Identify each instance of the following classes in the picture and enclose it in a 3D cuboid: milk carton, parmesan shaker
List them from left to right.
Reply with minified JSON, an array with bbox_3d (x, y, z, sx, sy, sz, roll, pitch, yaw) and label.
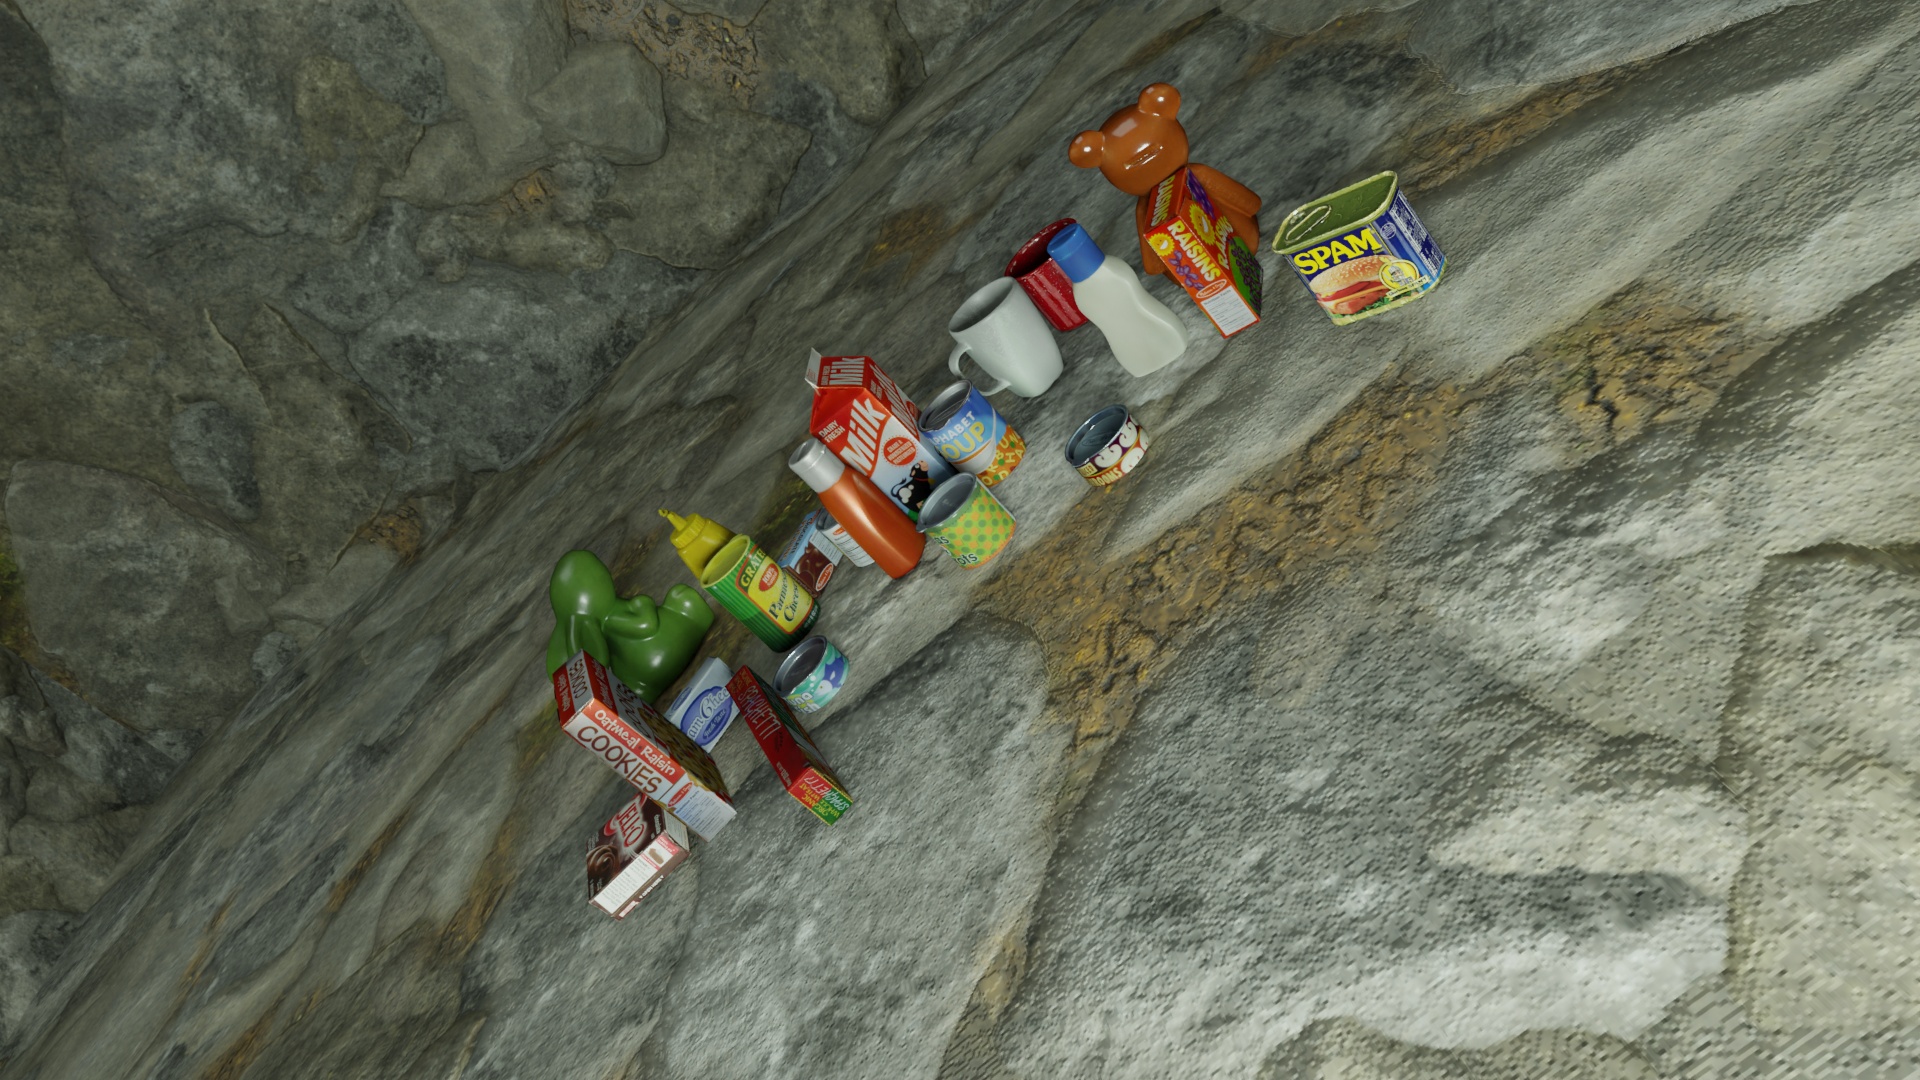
[{"bbox_3d":[-0.194,0.051,1.357,0.071,0.103,0.072,-35,26,20],"label":"parmesan shaker"},{"bbox_3d":[-0.079,-0.103,1.319,0.073,0.190,0.073,-36,26,19],"label":"milk carton"}]

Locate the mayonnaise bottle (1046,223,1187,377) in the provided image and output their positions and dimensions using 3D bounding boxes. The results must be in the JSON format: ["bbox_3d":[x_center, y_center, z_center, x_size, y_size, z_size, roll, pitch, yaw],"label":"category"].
[{"bbox_3d":[0.135,-0.212,1.216,0.064,0.148,0.041,-27,29,33],"label":"mayonnaise bottle"}]

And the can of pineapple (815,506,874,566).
[{"bbox_3d":[-0.100,-0.017,1.376,0.071,0.057,0.071,-35,26,20],"label":"can of pineapple"}]

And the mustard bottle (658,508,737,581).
[{"bbox_3d":[-0.248,0.017,1.424,0.065,0.160,0.049,-41,25,8],"label":"mustard bottle"}]

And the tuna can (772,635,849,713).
[{"bbox_3d":[-0.134,0.122,1.238,0.071,0.032,0.071,-35,26,20],"label":"tuna can"}]

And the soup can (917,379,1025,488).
[{"bbox_3d":[0.011,-0.097,1.301,0.071,0.083,0.072,-35,26,20],"label":"soup can"}]

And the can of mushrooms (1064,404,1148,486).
[{"bbox_3d":[0.121,-0.078,1.162,0.071,0.033,0.071,-35,26,20],"label":"can of mushrooms"}]

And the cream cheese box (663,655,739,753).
[{"bbox_3d":[-0.246,0.166,1.315,0.024,0.053,0.104,-1,48,56],"label":"cream cheese box"}]

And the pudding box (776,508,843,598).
[{"bbox_3d":[-0.150,0.014,1.412,0.030,0.049,0.084,-19,35,44],"label":"pudding box"}]

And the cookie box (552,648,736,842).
[{"bbox_3d":[-0.278,0.177,1.208,0.040,0.167,0.123,-46,24,-3],"label":"cookie box"}]

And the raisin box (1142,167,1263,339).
[{"bbox_3d":[0.209,-0.245,1.185,0.040,0.123,0.086,-27,30,34],"label":"raisin box"}]

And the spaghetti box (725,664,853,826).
[{"bbox_3d":[-0.149,0.167,1.170,0.029,0.050,0.250,-46,25,-5],"label":"spaghetti box"}]

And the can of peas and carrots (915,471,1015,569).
[{"bbox_3d":[0.004,-0.015,1.212,0.071,0.058,0.071,-35,26,20],"label":"can of peas and carrots"}]

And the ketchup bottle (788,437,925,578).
[{"bbox_3d":[-0.095,-0.033,1.283,0.043,0.148,0.065,-32,27,26],"label":"ketchup bottle"}]
